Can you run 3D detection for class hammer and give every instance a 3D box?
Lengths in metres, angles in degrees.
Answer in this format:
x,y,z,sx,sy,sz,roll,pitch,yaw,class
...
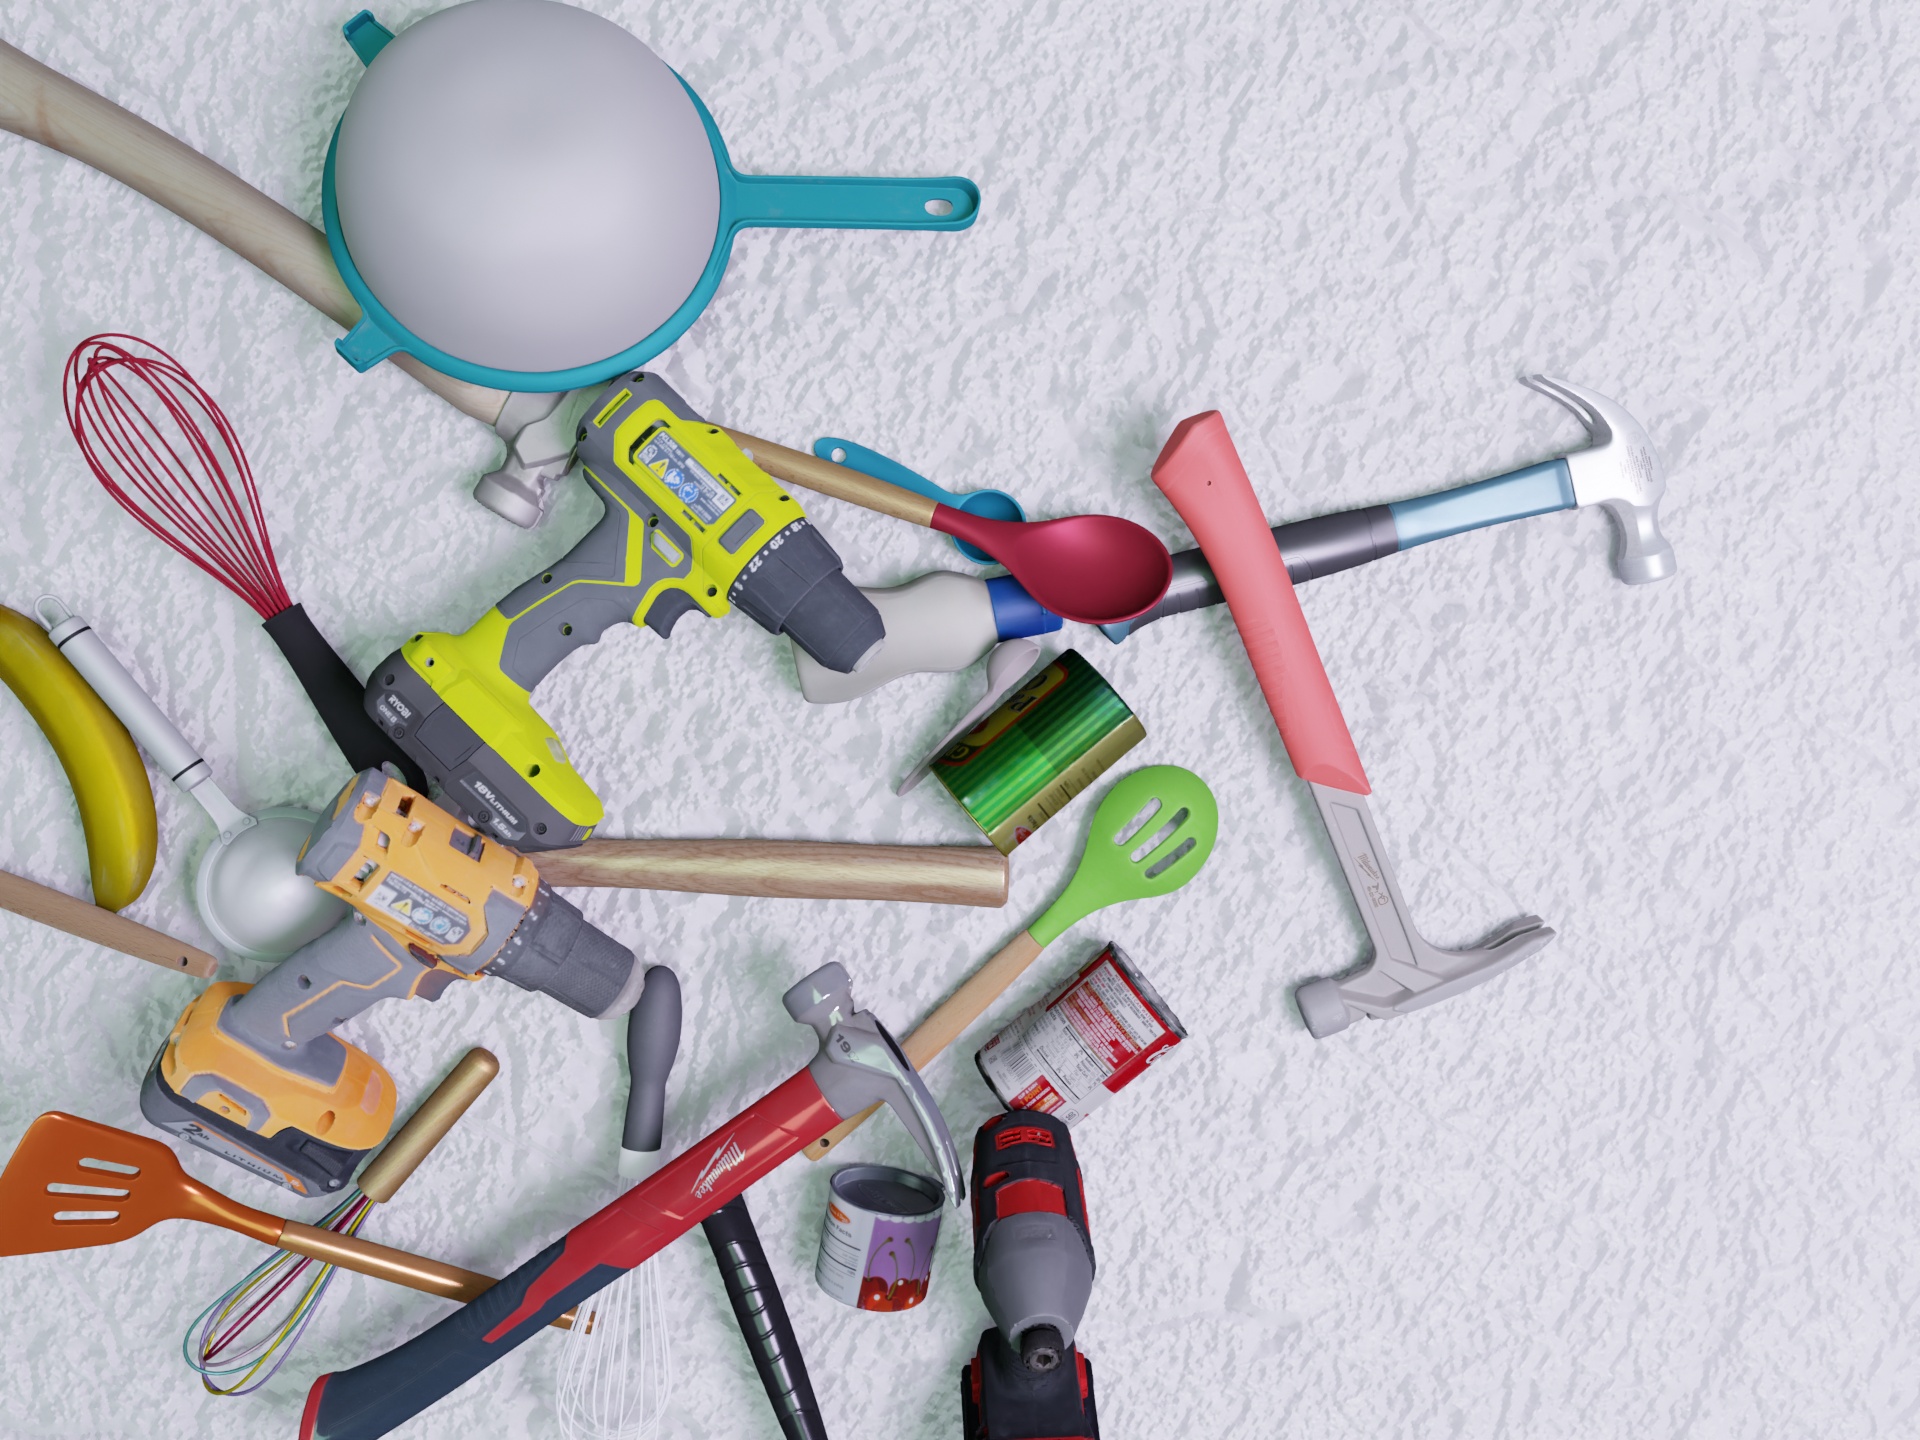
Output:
x,y,z,sx,sy,sz,roll,pitch,yaw,class
-0.369,-0.269,0.842,0.410,0.038,0.146,31,92,-5,hammer
-0.084,0.405,0.896,0.035,0.146,0.335,-22,85,0,hammer
-0.138,0.079,0.891,0.331,0.031,0.130,2,96,-3,hammer
0.201,-0.002,0.870,0.149,0.037,0.359,-24,104,3,hammer
-0.184,0.296,0.848,0.386,0.038,0.143,-35,80,3,hammer
0.227,-0.102,0.885,0.331,0.033,0.128,-15,97,-1,hammer

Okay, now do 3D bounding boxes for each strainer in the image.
x,y,z,sx,sy,sz,roll,pitch,yaw,class
-0.410,0.037,0.858,0.087,0.050,0.258,-41,100,-21,strainer
-0.155,-0.279,0.799,0.340,0.095,0.211,-1,81,-6,strainer

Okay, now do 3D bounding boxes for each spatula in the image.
x,y,z,sx,sy,sz,roll,pitch,yaw,class
-0.553,0.083,0.857,0.317,0.044,0.082,19,92,4,spatula
-0.345,0.289,0.860,0.322,0.041,0.081,25,90,-21,spatula

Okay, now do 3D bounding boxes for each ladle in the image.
x,y,z,sx,sy,sz,roll,pitch,yaw,class
-0.039,-0.119,0.858,0.315,0.031,0.069,20,65,5,ladle

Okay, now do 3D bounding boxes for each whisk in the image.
x,y,z,sx,sy,sz,roll,pitch,yaw,class
-0.350,0.280,0.900,0.051,0.047,0.245,41,89,-18,whisk
-0.377,-0.073,0.854,0.073,0.073,0.295,-31,103,1,whisk
-0.185,0.280,0.896,0.070,0.070,0.284,6,88,-3,whisk

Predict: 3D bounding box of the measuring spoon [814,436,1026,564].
x,y,z,sx,sy,sz,roll,pitch,yaw,class
-0.023,-0.125,0.884,0.128,0.021,0.042,26,88,4,measuring spoon

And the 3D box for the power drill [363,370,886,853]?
x,y,z,sx,sy,sz,roll,pitch,yaw,class
-0.170,-0.041,0.824,0.190,0.080,0.228,44,88,2,power drill

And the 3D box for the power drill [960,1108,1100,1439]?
x,y,z,sx,sy,sz,roll,pitch,yaw,class
0.038,0.332,0.841,0.078,0.143,0.219,-3,120,-2,power drill

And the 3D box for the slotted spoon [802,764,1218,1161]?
x,y,z,sx,sy,sz,roll,pitch,yaw,class
0.026,0.144,0.907,0.314,0.031,0.070,-43,96,4,slotted spoon

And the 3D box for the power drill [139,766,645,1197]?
x,y,z,sx,sy,sz,roll,pitch,yaw,class
-0.295,0.151,0.838,0.185,0.084,0.226,36,109,-22,power drill

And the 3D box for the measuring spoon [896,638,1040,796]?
x,y,z,sx,sy,sz,roll,pitch,yaw,class
-0.001,-0.003,0.876,0.018,0.034,0.124,49,117,14,measuring spoon
